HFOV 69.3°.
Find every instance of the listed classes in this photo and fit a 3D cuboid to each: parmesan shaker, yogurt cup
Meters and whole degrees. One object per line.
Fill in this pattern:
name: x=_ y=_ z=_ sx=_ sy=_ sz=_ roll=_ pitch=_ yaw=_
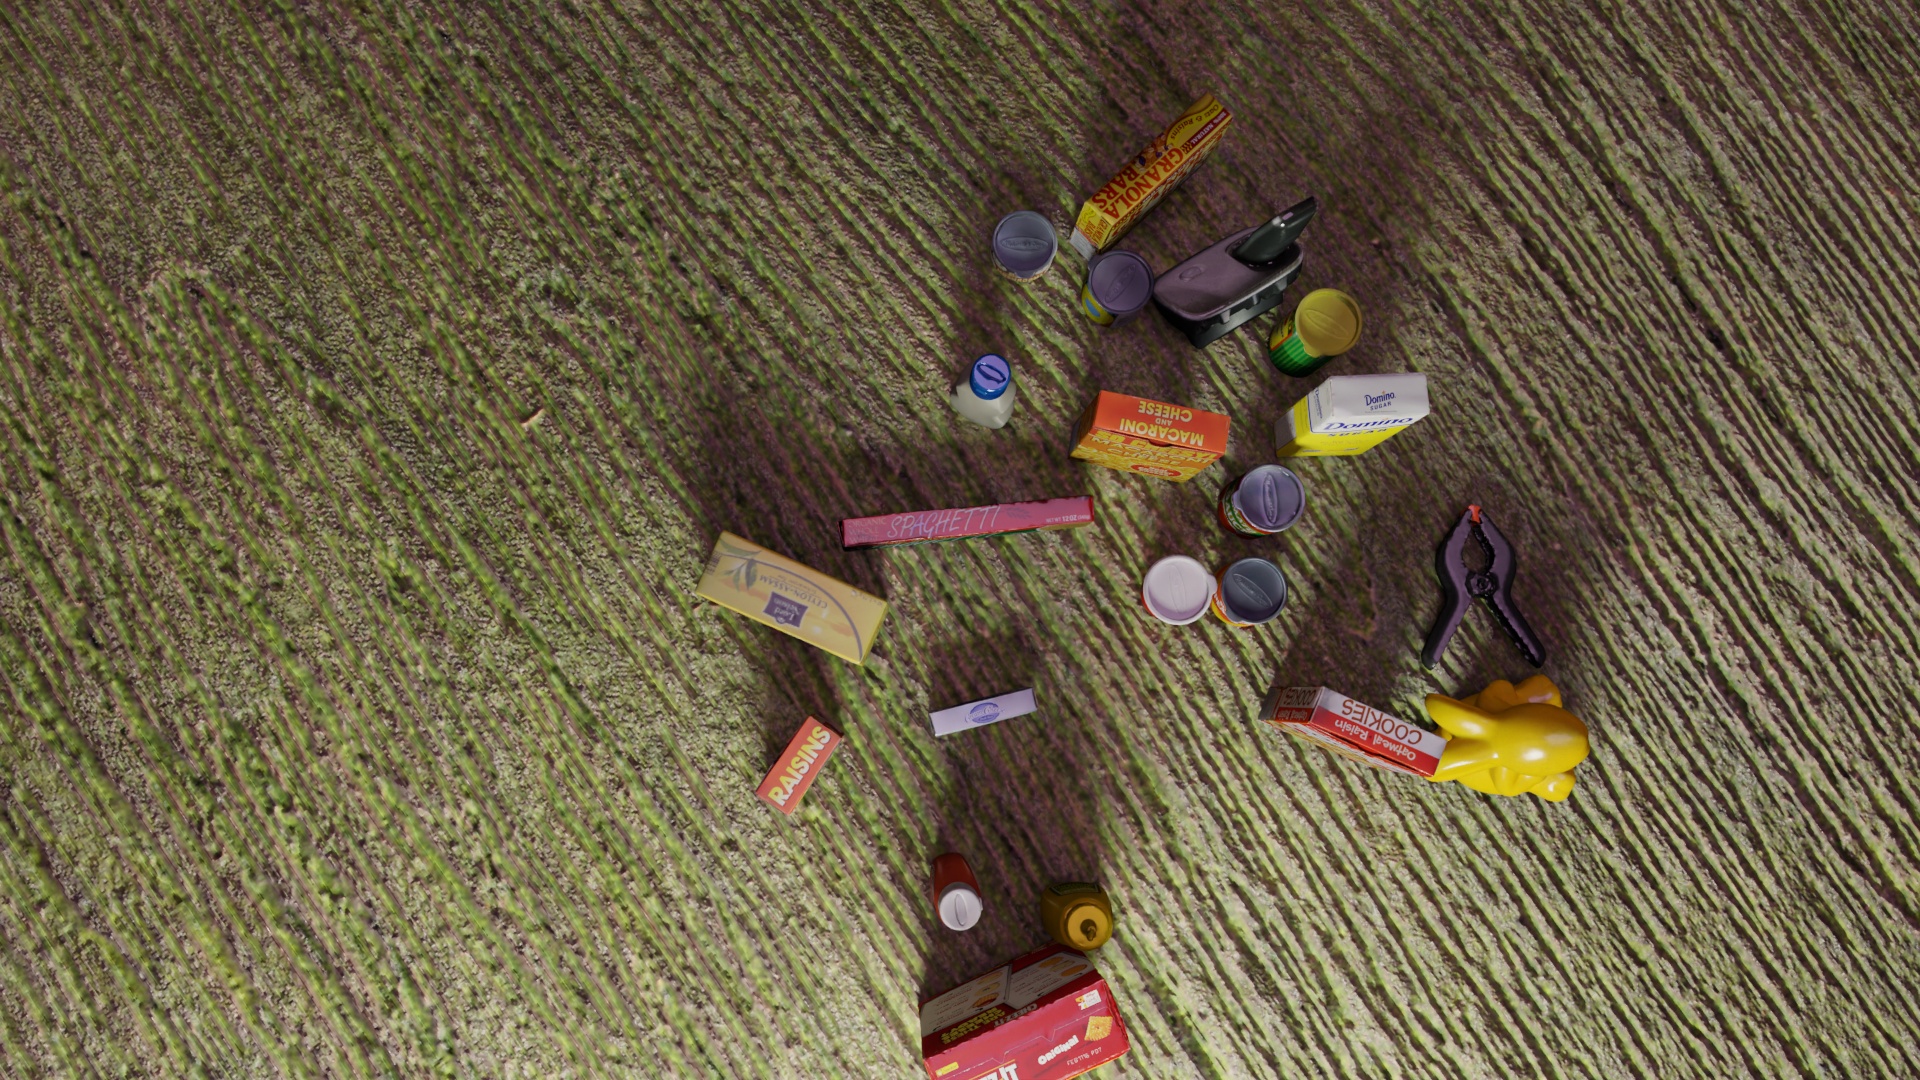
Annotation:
parmesan shaker: x=0.348 y=-0.202 z=1.379 sx=0.071 sy=0.103 sz=0.071 roll=0 pitch=84 yaw=-3
yogurt cup: x=0.209 y=0.050 z=1.365 sx=0.072 sy=0.054 sz=0.072 roll=0 pitch=83 yaw=-4

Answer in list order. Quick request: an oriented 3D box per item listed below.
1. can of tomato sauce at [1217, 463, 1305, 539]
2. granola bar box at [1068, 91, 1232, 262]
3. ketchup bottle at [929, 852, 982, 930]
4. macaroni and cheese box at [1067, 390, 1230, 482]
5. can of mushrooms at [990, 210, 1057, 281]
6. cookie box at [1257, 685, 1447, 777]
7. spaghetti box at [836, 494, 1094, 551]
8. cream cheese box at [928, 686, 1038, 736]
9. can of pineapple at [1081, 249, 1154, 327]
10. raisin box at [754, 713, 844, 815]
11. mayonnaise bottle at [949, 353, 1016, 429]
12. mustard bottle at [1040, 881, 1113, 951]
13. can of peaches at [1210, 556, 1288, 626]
can of tomato sauce: x=0.292 y=-0.036 z=1.365 sx=0.071 sy=0.083 sz=0.071 roll=0 pitch=84 yaw=-4
granola bar box: x=0.186 y=-0.355 z=1.376 sx=0.166 sy=0.124 sz=0.039 roll=-43 pitch=88 yaw=-7
ketchup bottle: x=-0.003 y=0.325 z=1.271 sx=0.043 sy=0.148 sz=0.065 roll=-10 pitch=85 yaw=-4
macaroni and cheese box: x=0.176 y=-0.096 z=1.323 sx=0.124 sy=0.166 sz=0.040 roll=11 pitch=83 yaw=-2
can of mushrooms: x=0.063 y=-0.295 z=1.406 sx=0.071 sy=0.033 sz=0.071 roll=0 pitch=83 yaw=-4
cookie box: x=0.362 y=0.178 z=1.302 sx=0.123 sy=0.167 sz=0.040 roll=23 pitch=83 yaw=-1
spaghetti box: x=0.005 y=-0.017 z=1.361 sx=0.250 sy=0.050 sz=0.028 roll=-6 pitch=84 yaw=-4
cream cheese box: x=0.021 y=0.165 z=1.339 sx=0.104 sy=0.053 sz=0.024 roll=-14 pitch=85 yaw=-5
can of pineapple: x=0.156 y=-0.254 z=1.395 sx=0.071 sy=0.058 sz=0.071 roll=0 pitch=84 yaw=-4
raisin box: x=-0.147 y=0.205 z=1.288 sx=0.040 sy=0.123 sz=0.086 roll=35 pitch=83 yaw=1
mayonnaise bottle: x=0.024 y=-0.144 z=1.328 sx=0.065 sy=0.148 sz=0.041 roll=30 pitch=83 yaw=0
mustard bottle: x=0.111 y=0.345 z=1.270 sx=0.065 sy=0.160 sz=0.049 roll=-4 pitch=84 yaw=-4
can of peaches: x=0.280 y=0.053 z=1.367 sx=0.071 sy=0.058 sz=0.071 roll=0 pitch=84 yaw=-4
